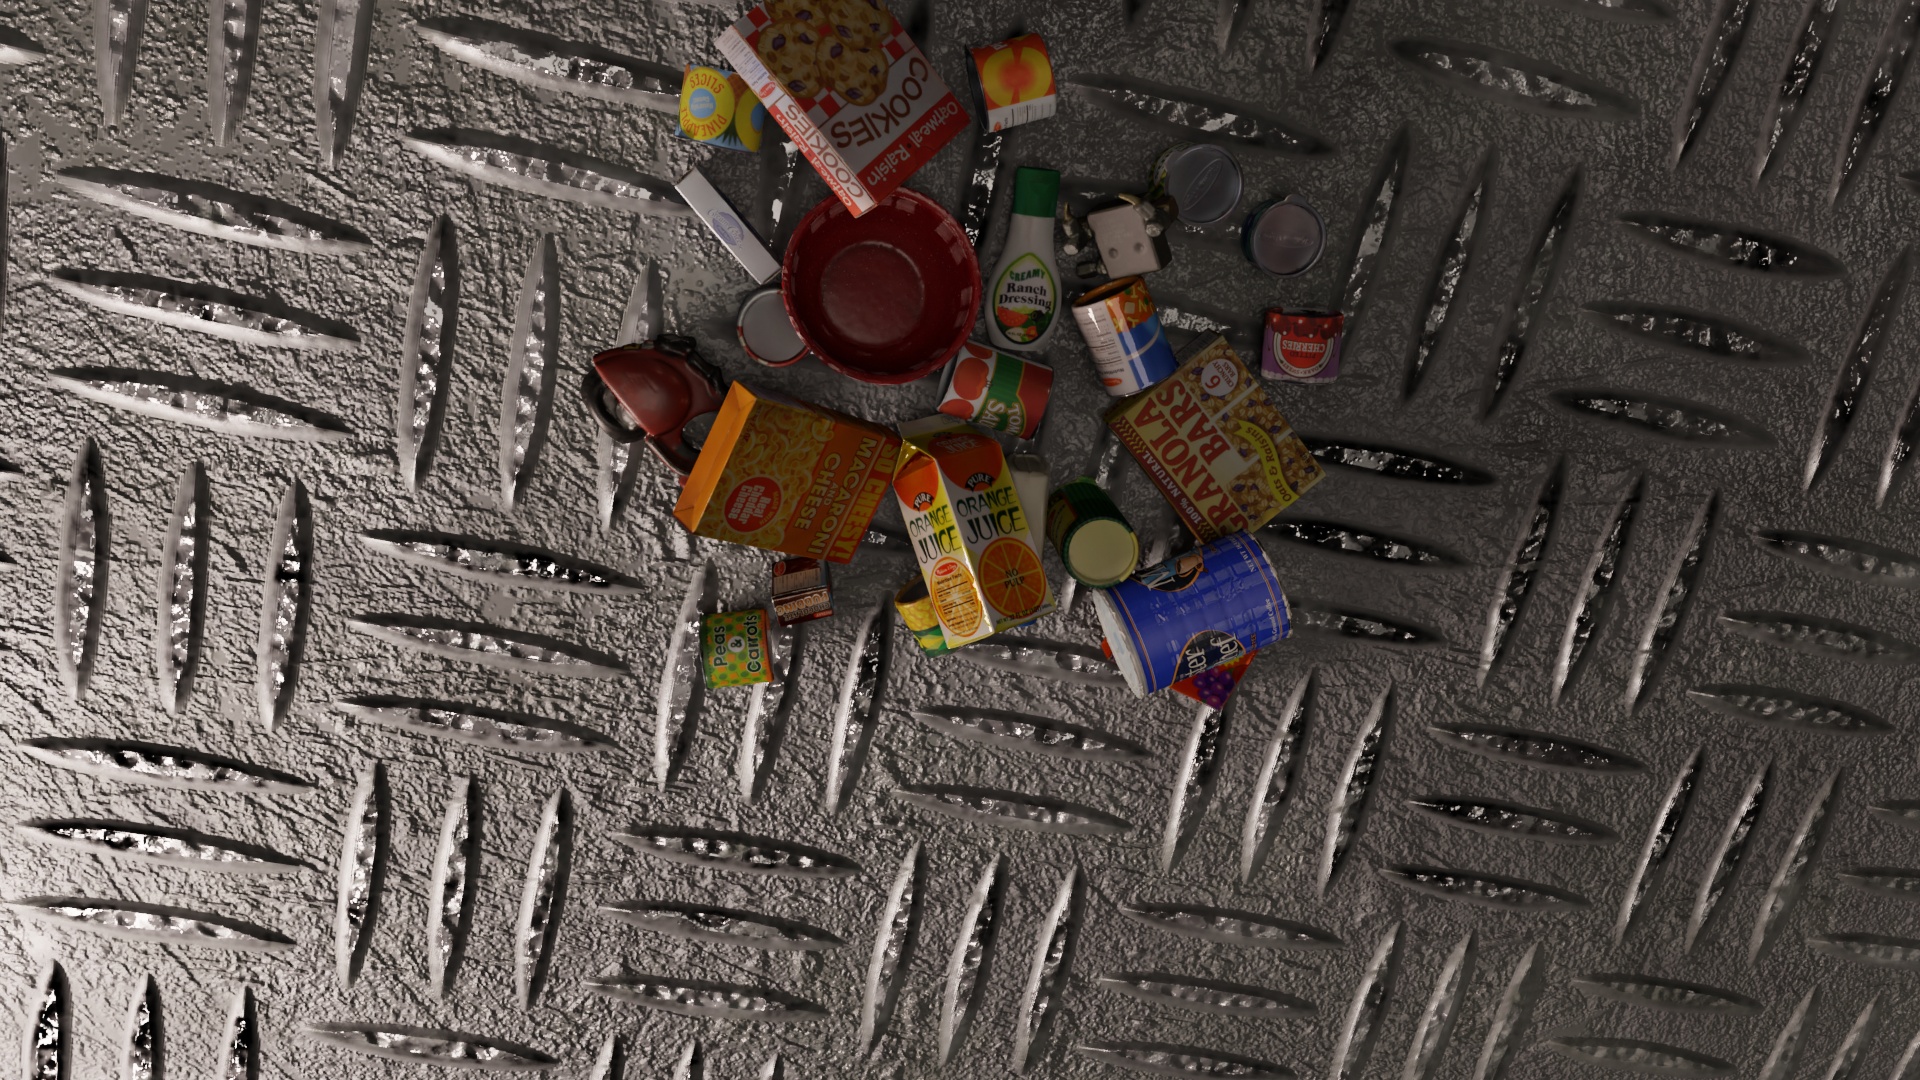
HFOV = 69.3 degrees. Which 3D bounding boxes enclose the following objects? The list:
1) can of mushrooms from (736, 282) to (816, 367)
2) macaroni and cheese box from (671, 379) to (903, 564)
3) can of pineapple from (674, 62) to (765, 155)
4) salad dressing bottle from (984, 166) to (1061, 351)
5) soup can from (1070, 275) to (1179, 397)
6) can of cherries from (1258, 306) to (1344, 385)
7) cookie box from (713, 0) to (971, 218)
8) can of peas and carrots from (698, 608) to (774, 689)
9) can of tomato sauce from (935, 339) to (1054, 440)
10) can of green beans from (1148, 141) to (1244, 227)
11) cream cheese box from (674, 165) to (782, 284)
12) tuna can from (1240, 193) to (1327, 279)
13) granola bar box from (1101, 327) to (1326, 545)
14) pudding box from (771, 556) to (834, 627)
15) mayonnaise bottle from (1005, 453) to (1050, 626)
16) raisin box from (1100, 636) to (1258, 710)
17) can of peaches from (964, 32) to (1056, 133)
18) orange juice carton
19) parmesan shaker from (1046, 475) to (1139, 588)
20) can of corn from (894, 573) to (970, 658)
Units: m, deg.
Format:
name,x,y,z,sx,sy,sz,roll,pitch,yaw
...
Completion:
name,x,y,z,sx,sy,sz,roll,pitch,yaw
can of mushrooms,-0.150,-0.177,1.151,0.071,0.033,0.070,-2,107,-6
macaroni and cheese box,-0.137,-0.053,1.144,0.166,0.040,0.123,13,110,-46
can of pineapple,-0.186,-0.335,1.078,0.071,0.071,0.057,10,105,-10
salad dressing bottle,0.056,-0.233,1.152,0.064,0.044,0.147,5,106,-4
soup can,0.140,-0.174,1.171,0.071,0.071,0.083,-25,108,1
can of cherries,0.292,-0.167,1.186,0.071,0.072,0.058,1,107,-7
cookie box,-0.087,-0.352,1.069,0.167,0.040,0.123,50,63,-17
can of peas and carrots,-0.195,0.094,1.209,0.059,0.071,0.070,-6,108,-5
can of tomato sauce,0.028,-0.126,1.169,0.083,0.071,0.071,17,105,-11
can of green beans,0.193,-0.294,1.142,0.071,0.058,0.071,-2,108,-6
cream cheese box,-0.185,-0.253,1.112,0.024,0.053,0.103,-40,107,4
tuna can,0.273,-0.259,1.176,0.071,0.033,0.070,-2,107,-6
granola bar box,0.223,-0.083,1.221,0.124,0.039,0.165,-39,107,6
pudding box,-0.135,0.041,1.193,0.050,0.084,0.030,-13,111,-3
mayonnaise bottle,0.054,0.002,1.217,0.041,0.065,0.147,1,111,-4
raisin box,0.204,0.092,1.273,0.123,0.040,0.086,26,102,-14
can of peaches,0.040,-0.364,1.098,0.058,0.071,0.071,-15,108,-2
orange juice carton,0.004,-0.015,1.167,0.072,0.073,0.192,-16,85,-37
parmesan shaker,0.111,-0.009,1.197,0.071,0.103,0.071,-2,107,-6
can of corn,-0.019,0.062,1.224,0.071,0.071,0.058,-29,108,3
